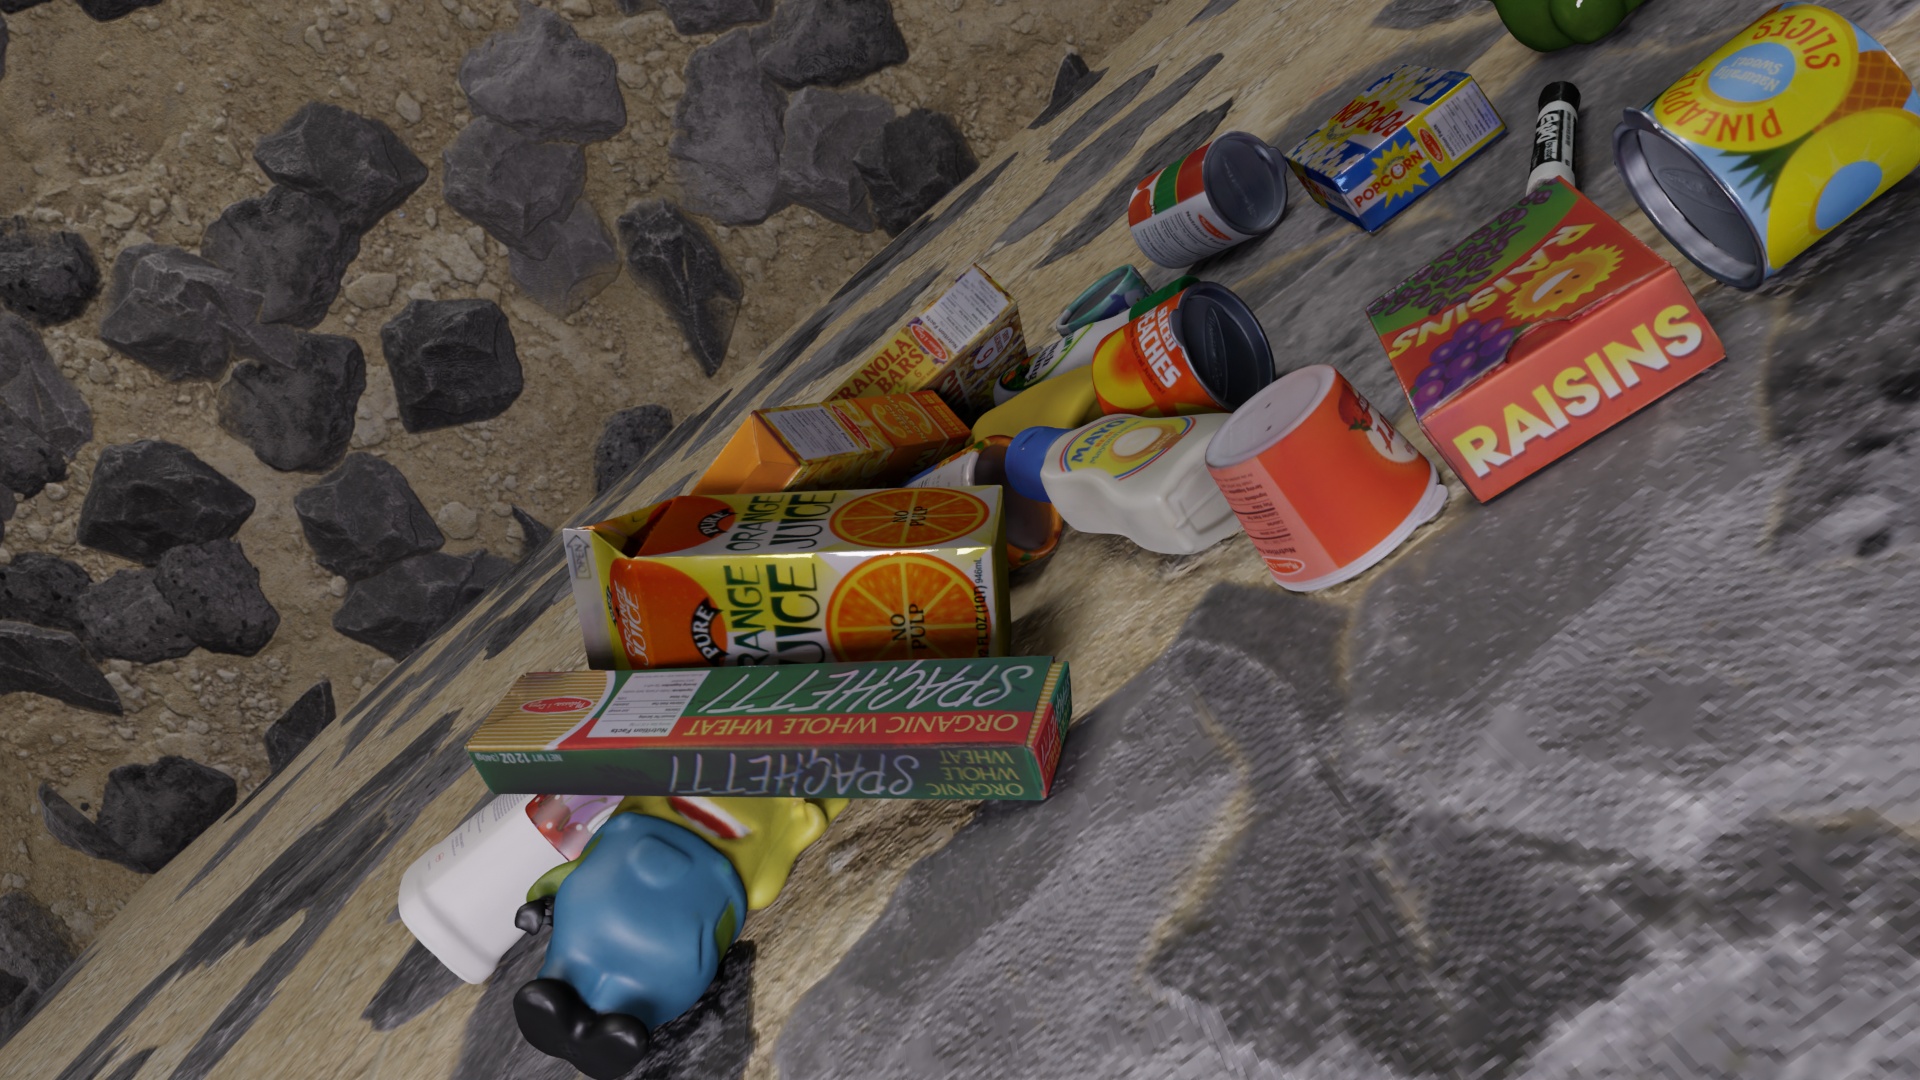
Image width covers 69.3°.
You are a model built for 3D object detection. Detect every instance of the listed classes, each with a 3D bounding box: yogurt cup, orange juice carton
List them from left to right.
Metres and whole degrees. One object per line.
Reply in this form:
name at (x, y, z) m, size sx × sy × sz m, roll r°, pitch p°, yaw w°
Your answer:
orange juice carton at (-0.076, 0.024, 0.610) m, size 0.193 × 0.071 × 0.073 m, roll -2°, pitch 23°, yaw 5°
yogurt cup at (0.122, -0.024, 0.483) m, size 0.072 × 0.054 × 0.072 m, roll -38°, pitch 15°, yaw 13°

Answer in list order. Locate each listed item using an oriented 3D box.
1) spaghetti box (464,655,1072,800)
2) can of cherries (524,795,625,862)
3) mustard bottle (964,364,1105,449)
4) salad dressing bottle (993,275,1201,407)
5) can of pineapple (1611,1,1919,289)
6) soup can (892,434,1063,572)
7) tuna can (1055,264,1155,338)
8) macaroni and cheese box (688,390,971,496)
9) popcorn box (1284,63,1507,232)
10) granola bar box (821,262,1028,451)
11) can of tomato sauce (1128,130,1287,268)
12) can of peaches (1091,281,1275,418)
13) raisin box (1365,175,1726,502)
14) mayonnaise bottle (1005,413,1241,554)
spaghetti box at (-0.079, 0.074, 0.545) m, size 0.250 × 0.028 × 0.050 m, roll -4°, pitch 33°, yaw 22°
can of cherries at (-0.184, 0.144, 0.733) m, size 0.058 × 0.071 × 0.071 m, roll -45°, pitch 16°, yaw -14°
mustard bottle at (0.041, -0.055, 0.764) m, size 0.065 × 0.048 × 0.160 m, roll -49°, pitch 17°, yaw -20°
salad dressing bottle at (0.084, -0.107, 0.811) m, size 0.147 × 0.044 × 0.064 m, roll -26°, pitch 20°, yaw 43°
can of pineapple at (0.246, -0.122, 0.426) m, size 0.058 × 0.071 × 0.071 m, roll -38°, pitch 16°, yaw 10°
soup can at (0.003, -0.009, 0.705) m, size 0.083 × 0.071 × 0.072 m, roll -25°, pitch 22°, yaw 42°
tuna can at (0.099, -0.150, 0.911) m, size 0.071 × 0.033 × 0.071 m, roll -38°, pitch 16°, yaw 13°
macaroni and cheese box at (-0.080, -0.019, 0.735) m, size 0.123 × 0.040 × 0.167 m, roll -48°, pitch -15°, yaw 27°
popcorn box at (0.235, -0.218, 0.766) m, size 0.085 × 0.038 × 0.127 m, roll -38°, pitch 16°, yaw 14°
granola bar box at (-0.014, -0.090, 0.872) m, size 0.124 × 0.039 × 0.165 m, roll -43°, pitch -13°, yaw -3°
can of tomato sauce at (0.158, -0.218, 0.893) m, size 0.071 × 0.071 × 0.083 m, roll -48°, pitch 16°, yaw -23°
can of peaches at (0.102, -0.080, 0.649) m, size 0.058 × 0.071 × 0.071 m, roll -26°, pitch 22°, yaw 47°
raisin box at (0.193, -0.073, 0.476) m, size 0.086 × 0.040 × 0.124 m, roll -34°, pitch 18°, yaw 21°
mayonnaise bottle at (0.070, -0.030, 0.611) m, size 0.065 × 0.041 × 0.148 m, roll -41°, pitch 23°, yaw -18°
